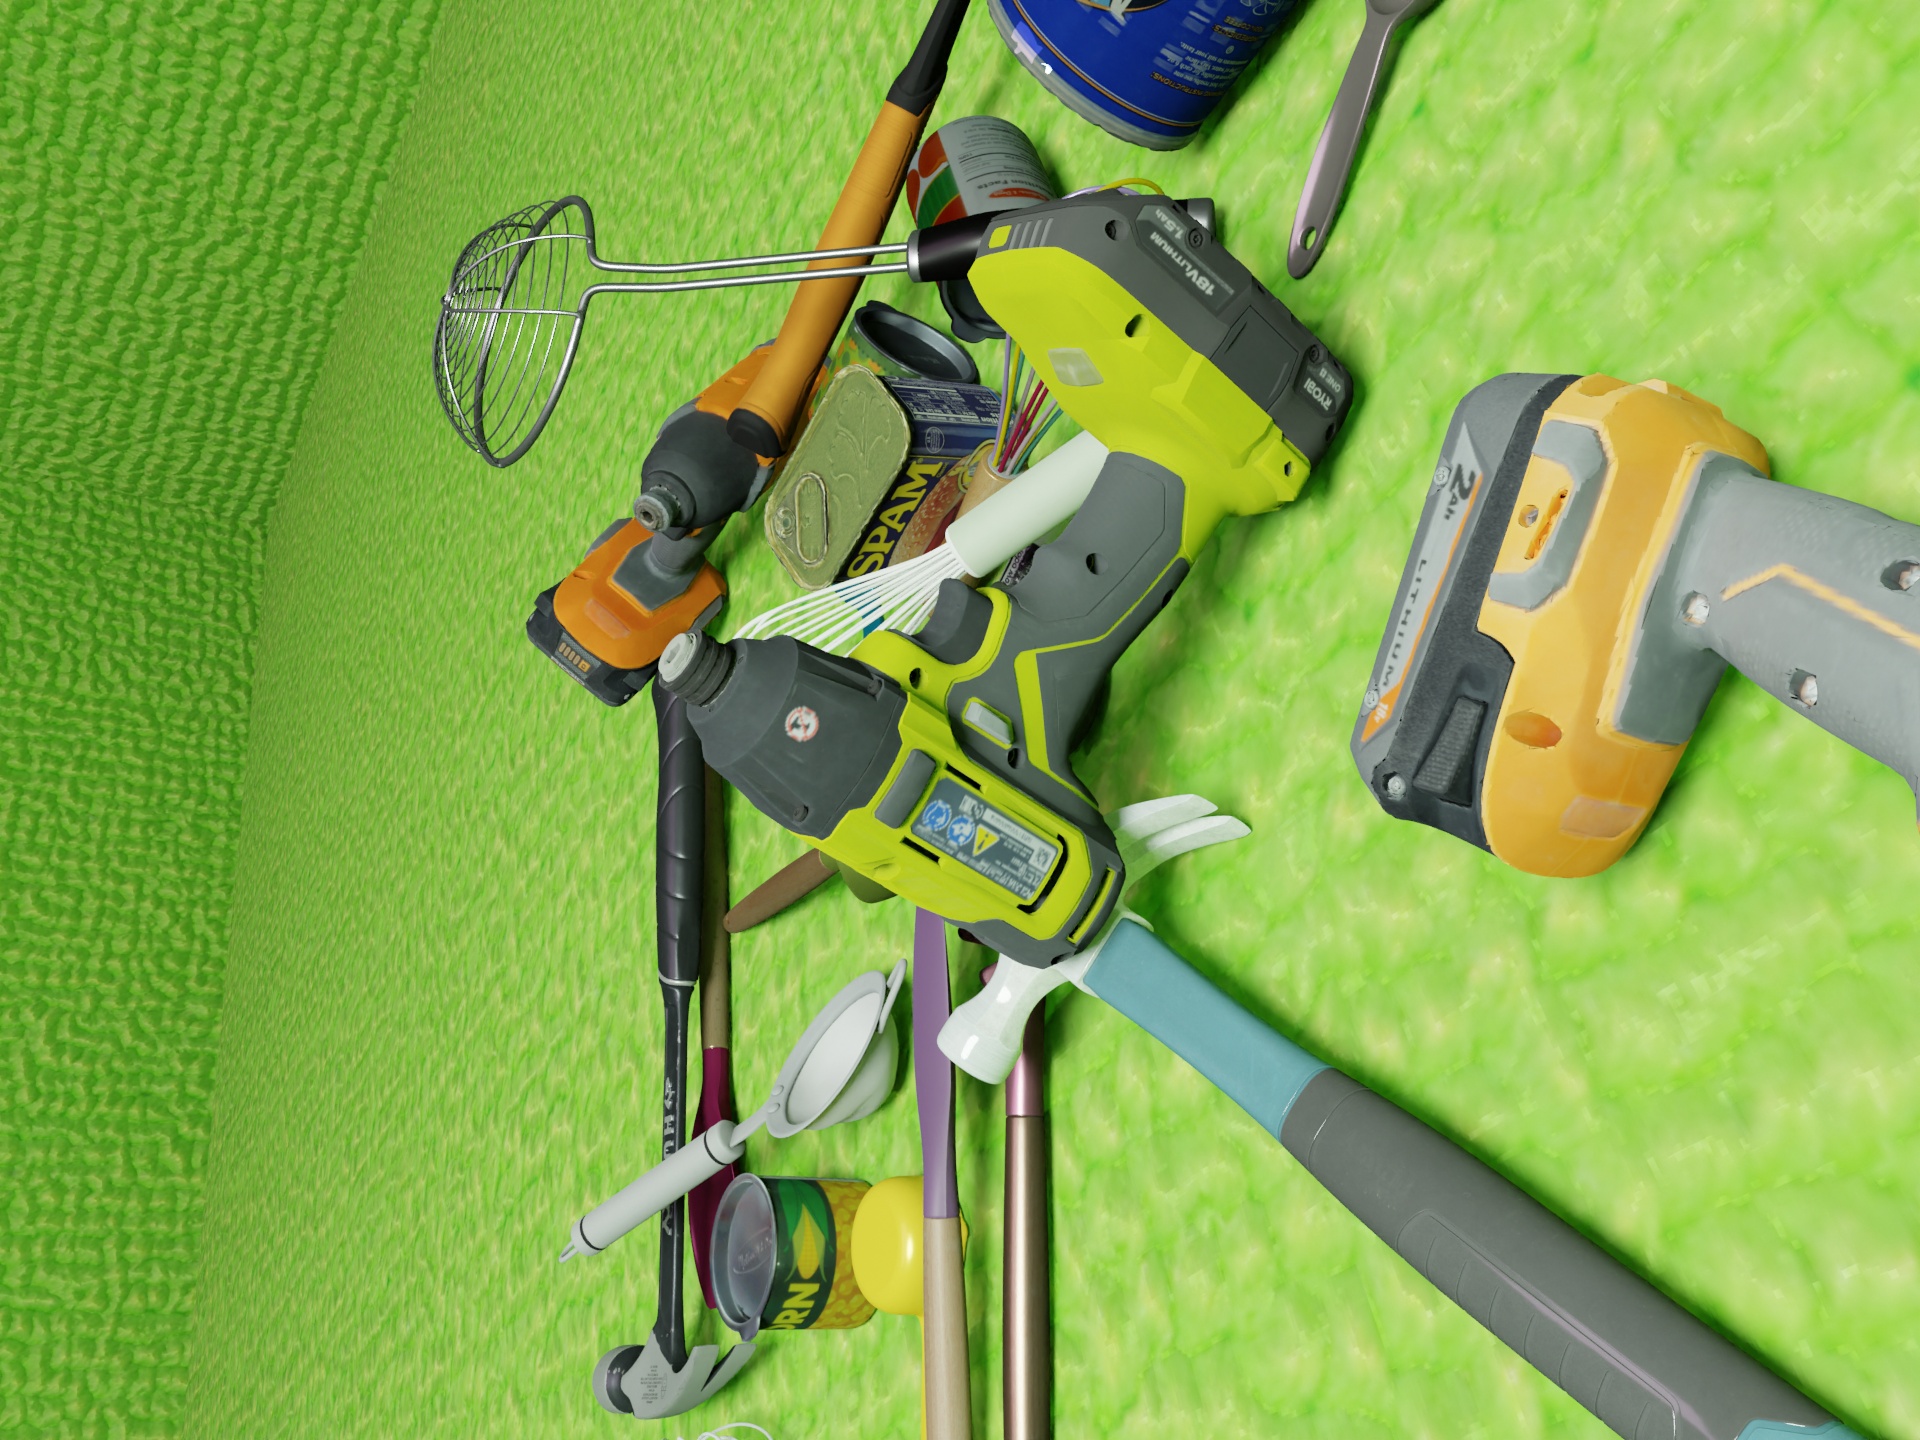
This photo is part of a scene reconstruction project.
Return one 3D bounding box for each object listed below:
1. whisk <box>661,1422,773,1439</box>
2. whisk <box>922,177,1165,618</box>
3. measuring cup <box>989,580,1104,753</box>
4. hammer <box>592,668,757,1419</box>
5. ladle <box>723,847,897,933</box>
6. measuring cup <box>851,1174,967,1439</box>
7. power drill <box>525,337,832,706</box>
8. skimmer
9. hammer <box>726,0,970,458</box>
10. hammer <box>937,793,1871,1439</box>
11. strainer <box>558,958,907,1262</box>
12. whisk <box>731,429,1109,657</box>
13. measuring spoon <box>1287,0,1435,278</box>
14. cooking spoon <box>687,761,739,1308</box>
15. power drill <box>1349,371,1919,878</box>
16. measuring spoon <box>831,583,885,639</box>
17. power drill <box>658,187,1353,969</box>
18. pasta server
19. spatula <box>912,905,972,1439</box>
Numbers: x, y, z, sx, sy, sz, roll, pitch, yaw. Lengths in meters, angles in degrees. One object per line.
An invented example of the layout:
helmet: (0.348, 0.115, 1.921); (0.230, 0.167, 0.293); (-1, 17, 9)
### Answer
whisk: (-0.056, 0.378, 0.643); (0.285, 0.070, 0.070); (21, 98, 55)
whisk: (0.029, -0.120, 0.657); (0.051, 0.047, 0.244); (38, 141, 9)
measuring cup: (-0.001, -0.002, 0.687); (0.167, 0.038, 0.083); (-24, 56, 49)
hammer: (-0.153, 0.157, 0.862); (0.149, 0.036, 0.409); (-33, 54, 53)
ladle: (-0.079, 0.068, 0.746); (0.320, 0.062, 0.078); (143, 126, -62)
measuring cup: (-0.022, 0.264, 0.646); (0.062, 0.029, 0.157); (-39, 46, 47)
power drill: (-0.165, -0.105, 0.907); (0.226, 0.084, 0.164); (-45, 6, 43)
skimmer: (-0.070, -0.181, 0.693); (0.363, 0.090, 0.127); (-2, 73, 13)
hammer: (-0.029, -0.281, 0.761); (0.336, 0.034, 0.127); (-62, -3, 18)
hammer: (0.110, 0.120, 0.458); (0.128, 0.033, 0.331); (-59, 36, 2)
strainer: (-0.102, 0.193, 0.742); (0.258, 0.050, 0.087); (-38, 19, 22)
whisk: (-0.004, -0.064, 0.648); (0.246, 0.059, 0.058); (-33, 79, 18)
measuring spoon: (0.144, -0.217, 0.564); (0.034, 0.018, 0.124); (50, 129, 53)
cooking spoon: (-0.137, 0.159, 0.887); (0.068, 0.017, 0.319); (-43, 46, 49)
power drill: (0.192, 0.021, 0.337); (0.226, 0.084, 0.185); (27, 104, 54)
measuring spoon: (-0.052, -0.046, 0.814); (0.042, 0.021, 0.129); (-46, 42, 42)
power drill: (0.018, -0.050, 0.517); (0.223, 0.171, 0.080); (-60, 31, -7)
pasta server: (0.017, 0.179, 0.606); (0.060, 0.040, 0.316); (138, 135, -66)
spatula: (-0.007, 0.220, 0.621); (0.060, 0.018, 0.316); (141, 128, -72)
